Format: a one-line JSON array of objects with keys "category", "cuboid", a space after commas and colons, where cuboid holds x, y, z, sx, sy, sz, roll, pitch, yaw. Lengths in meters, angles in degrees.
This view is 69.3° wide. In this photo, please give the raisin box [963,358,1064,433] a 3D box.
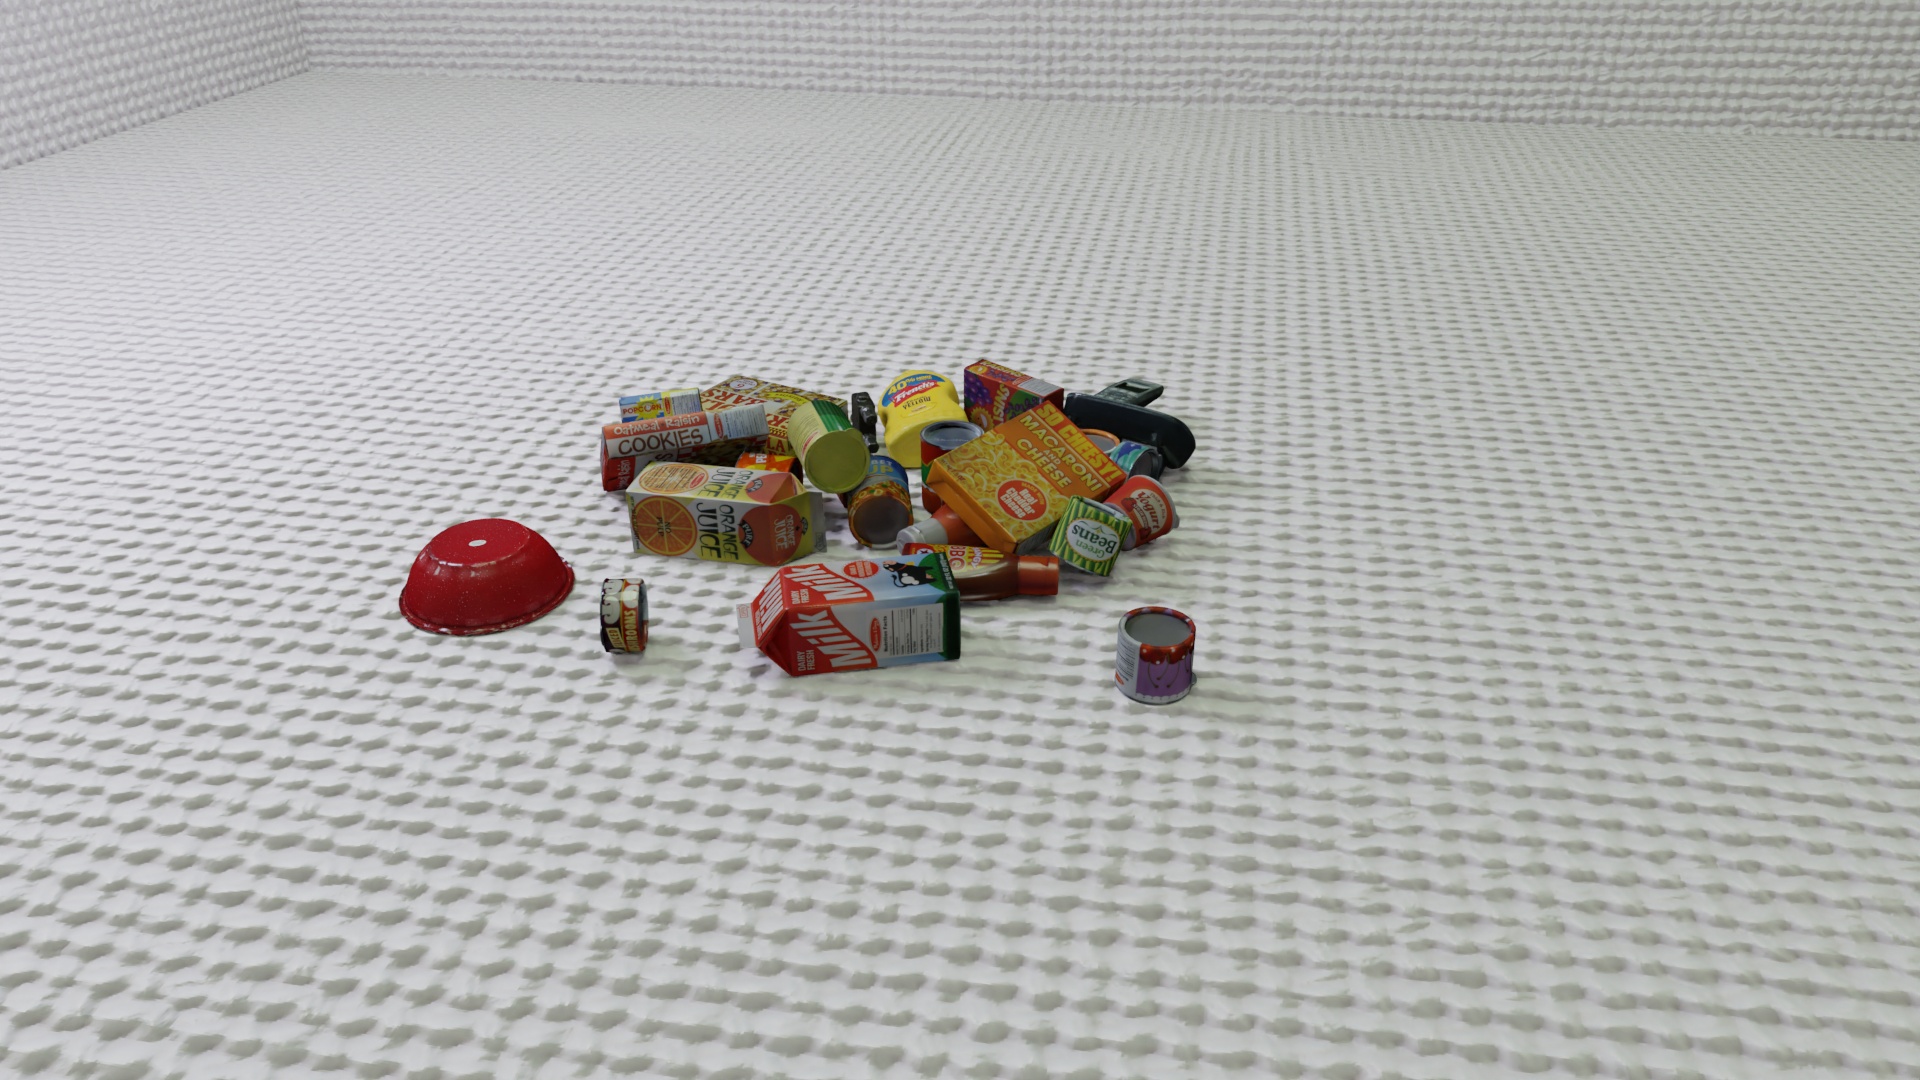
[{"category": "raisin box", "cuboid": [0.060, -0.149, 1.588, 0.123, 0.085, 0.040, 25, 39, 37]}]

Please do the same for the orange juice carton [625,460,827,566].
[{"category": "orange juice carton", "cuboid": [-0.228, -0.026, 1.384, 0.193, 0.071, 0.073, 5, 30, 10]}]

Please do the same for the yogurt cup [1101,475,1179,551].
[{"category": "yogurt cup", "cuboid": [0.174, -0.025, 1.394, 0.054, 0.072, 0.072, -31, 41, -31]}]

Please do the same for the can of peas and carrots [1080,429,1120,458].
[{"category": "can of peas and carrots", "cuboid": [0.137, -0.082, 1.499, 0.071, 0.058, 0.071, 1, 29, 0]}]

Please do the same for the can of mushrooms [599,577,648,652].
[{"category": "can of mushrooms", "cuboid": [-0.296, 0.067, 1.224, 0.033, 0.070, 0.071, -1, 29, -4]}]

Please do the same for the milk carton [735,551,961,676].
[{"category": "milk carton", "cuboid": [-0.100, 0.066, 1.220, 0.191, 0.073, 0.072, -6, 30, -10]}]

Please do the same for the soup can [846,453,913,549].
[{"category": "soup can", "cuboid": [-0.084, -0.041, 1.412, 0.071, 0.071, 0.084, -3, 30, -5]}]

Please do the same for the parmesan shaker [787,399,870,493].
[{"category": "parmesan shaker", "cuboid": [-0.133, -0.099, 1.410, 0.071, 0.071, 0.103, -8, 26, -14]}]

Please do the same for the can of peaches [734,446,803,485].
[{"category": "can of peaches", "cuboid": [-0.199, -0.059, 1.444, 0.058, 0.071, 0.071, 7, 30, 9]}]

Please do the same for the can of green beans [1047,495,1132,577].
[{"category": "can of green beans", "cuboid": [0.125, -0.005, 1.337, 0.071, 0.057, 0.071, 23, 10, -4]}]

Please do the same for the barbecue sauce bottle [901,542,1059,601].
[{"category": "barbecue sauce bottle", "cuboid": [0.018, 0.031, 1.312, 0.148, 0.043, 0.065, 2, 32, 3]}]

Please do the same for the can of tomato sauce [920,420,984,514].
[{"category": "can of tomato sauce", "cuboid": [-0.008, -0.074, 1.459, 0.071, 0.082, 0.071, 0, 29, 0]}]

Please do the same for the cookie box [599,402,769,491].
[{"category": "cookie box", "cuboid": [-0.295, -0.096, 1.472, 0.168, 0.040, 0.122, -10, -11, -18]}]

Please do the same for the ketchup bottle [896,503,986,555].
[{"category": "ketchup bottle", "cuboid": [0.005, -0.018, 1.397, 0.149, 0.043, 0.065, -22, 46, -34]}]

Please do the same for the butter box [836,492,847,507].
[{"category": "butter box", "cuboid": [-0.127, -0.081, 1.502, 0.024, 0.052, 0.104, -7, 31, -18]}]

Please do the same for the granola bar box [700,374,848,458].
[{"category": "granola bar box", "cuboid": [-0.232, -0.143, 1.623, 0.165, 0.038, 0.125, 15, 33, 25]}]

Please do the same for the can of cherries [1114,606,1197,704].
[{"category": "can of cherries", "cuboid": [0.168, 0.096, 1.182, 0.071, 0.058, 0.072, 0, 29, 0]}]

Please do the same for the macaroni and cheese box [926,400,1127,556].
[{"category": "macaroni and cheese box", "cuboid": [0.068, -0.061, 1.398, 0.167, 0.040, 0.124, -30, 67, -36]}]

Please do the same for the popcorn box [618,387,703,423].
[{"category": "popcorn box", "cuboid": [-0.322, -0.125, 1.514, 0.085, 0.038, 0.126, -10, -12, -11]}]

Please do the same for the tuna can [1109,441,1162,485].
[{"category": "tuna can", "cuboid": [0.182, -0.071, 1.471, 0.033, 0.070, 0.071, 21, 35, 33]}]
